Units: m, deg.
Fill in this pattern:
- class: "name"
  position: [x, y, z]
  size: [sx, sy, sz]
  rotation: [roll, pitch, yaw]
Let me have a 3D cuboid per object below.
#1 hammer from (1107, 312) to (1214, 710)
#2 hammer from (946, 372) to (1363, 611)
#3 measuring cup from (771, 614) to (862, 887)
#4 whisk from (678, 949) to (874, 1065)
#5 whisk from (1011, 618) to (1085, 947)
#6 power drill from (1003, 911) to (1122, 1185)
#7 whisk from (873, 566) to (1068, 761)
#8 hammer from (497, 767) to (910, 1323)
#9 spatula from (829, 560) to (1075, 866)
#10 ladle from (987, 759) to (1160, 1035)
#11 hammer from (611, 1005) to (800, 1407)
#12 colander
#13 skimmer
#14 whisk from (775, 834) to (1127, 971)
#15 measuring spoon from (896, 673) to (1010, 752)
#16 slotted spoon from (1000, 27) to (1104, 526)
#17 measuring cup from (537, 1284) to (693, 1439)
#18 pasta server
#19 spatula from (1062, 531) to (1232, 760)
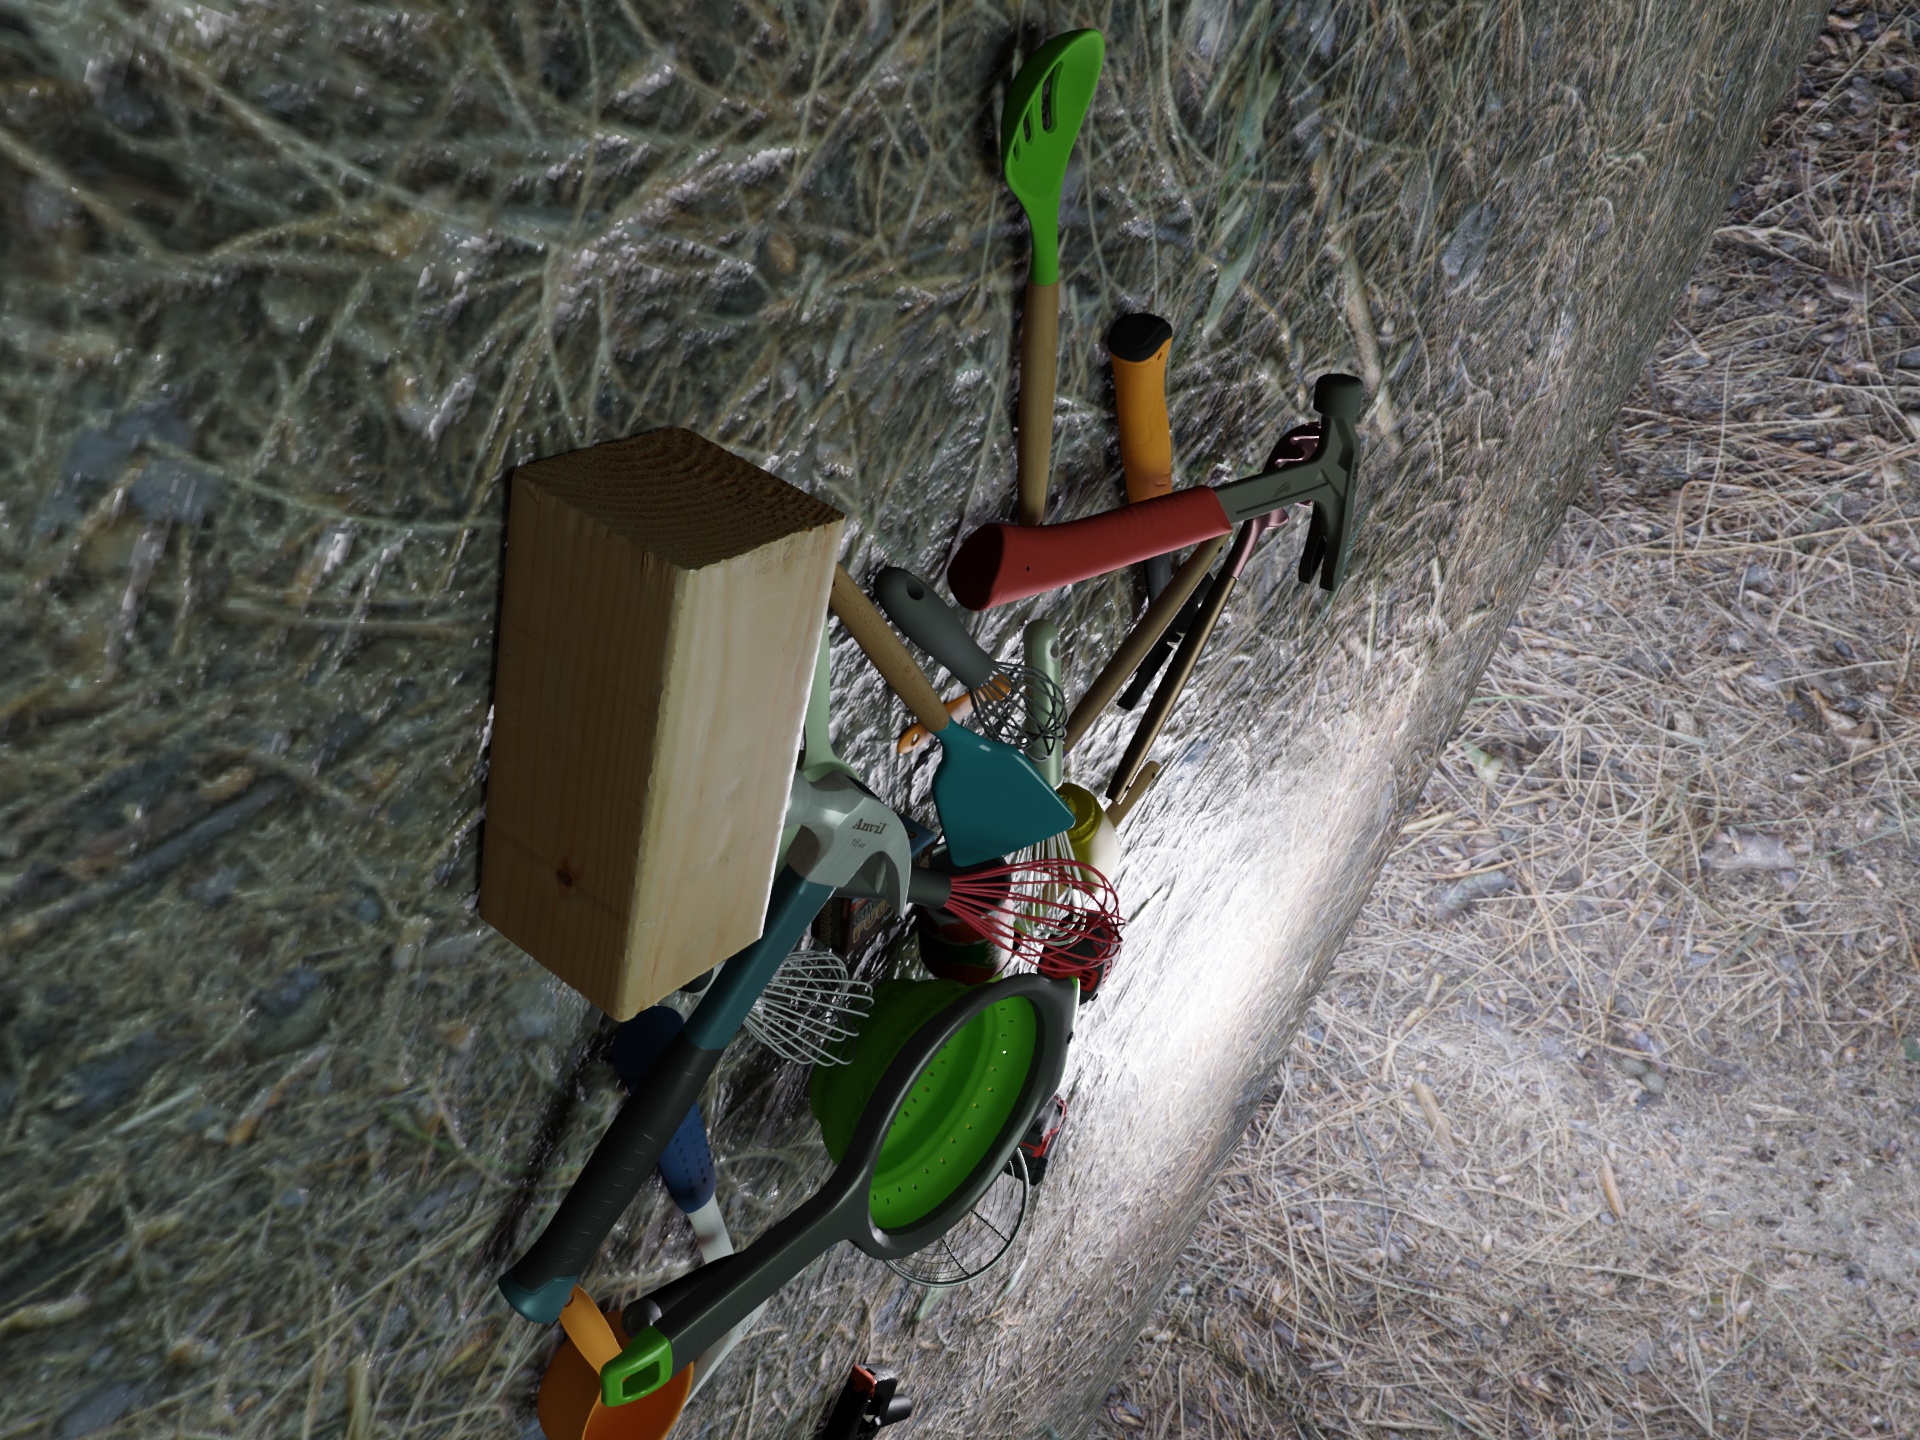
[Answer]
- class: "hammer"
  position: [0.120, -0.135, 1.042]
  size: [0.127, 0.034, 0.336]
  rotation: [-53, 156, -19]
- class: "hammer"
  position: [0.132, -0.114, 0.975]
  size: [0.359, 0.037, 0.149]
  rotation: [-21, 124, -40]
- class: "measuring cup"
  position: [-0.085, 0.009, 0.799]
  size: [0.083, 0.038, 0.167]
  rotation: [-21, 119, -49]
- class: "whisk"
  position: [-0.120, 0.141, 0.844]
  size: [0.070, 0.070, 0.284]
  rotation: [-59, 152, -4]
- class: "whisk"
  position: [0.055, 0.047, 1.055]
  size: [0.058, 0.059, 0.246]
  rotation: [-40, 135, -51]
- class: "power drill"
  position: [0.077, 0.267, 1.353]
  size: [0.143, 0.078, 0.219]
  rotation: [-28, 138, -75]
- class: "whisk"
  position: [0.009, -0.033, 0.906]
  size: [0.055, 0.055, 0.238]
  rotation: [-58, 149, -6]
- class: "hammer"
  position: [-0.134, 0.166, 0.780]
  size: [0.128, 0.033, 0.331]
  rotation: [18, 109, -54]
- class: "spatula"
  position: [-0.017, -0.002, 0.866]
  size: [0.082, 0.044, 0.317]
  rotation: [-20, 151, 9]
- class: "ladle"
  position: [0.086, 0.133, 1.256]
  size: [0.320, 0.062, 0.078]
  rotation: [-46, 131, -37]
- class: "hammer"
  position: [-0.161, 0.297, 0.963]
  size: [0.144, 0.035, 0.405]
  rotation: [-46, 153, -31]
- class: "colander"
  position: [-0.082, 0.263, 0.972]
  size: [0.397, 0.095, 0.204]
  rotation: [-28, 136, -43]
- class: "skimmer"
  position: [-0.072, 0.339, 1.034]
  size: [0.363, 0.090, 0.127]
  rotation: [5, 80, -62]
- class: "whisk"
  position: [0.000, 0.104, 0.944]
  size: [0.295, 0.073, 0.073]
  rotation: [17, 103, -42]
- class: "measuring spoon"
  position: [-0.002, -0.003, 0.971]
  size: [0.117, 0.011, 0.021]
  rotation: [-32, 144, -49]
- class: "slotted spoon"
  position: [0.039, -0.203, 0.808]
  size: [0.070, 0.031, 0.313]
  rotation: [-47, 155, -29]
- class: "measuring cup"
  position: [-0.216, 0.365, 0.921]
  size: [0.095, 0.052, 0.173]
  rotation: [-45, 137, -33]
- class: "pasta server"
  position: [0.189, -0.078, 1.157]
  size: [0.060, 0.040, 0.316]
  rotation: [22, 96, -55]
- class: "spatula"
  position: [0.083, -0.003, 1.079]
  size: [0.316, 0.018, 0.059]
  rotation: [-53, 152, 10]
